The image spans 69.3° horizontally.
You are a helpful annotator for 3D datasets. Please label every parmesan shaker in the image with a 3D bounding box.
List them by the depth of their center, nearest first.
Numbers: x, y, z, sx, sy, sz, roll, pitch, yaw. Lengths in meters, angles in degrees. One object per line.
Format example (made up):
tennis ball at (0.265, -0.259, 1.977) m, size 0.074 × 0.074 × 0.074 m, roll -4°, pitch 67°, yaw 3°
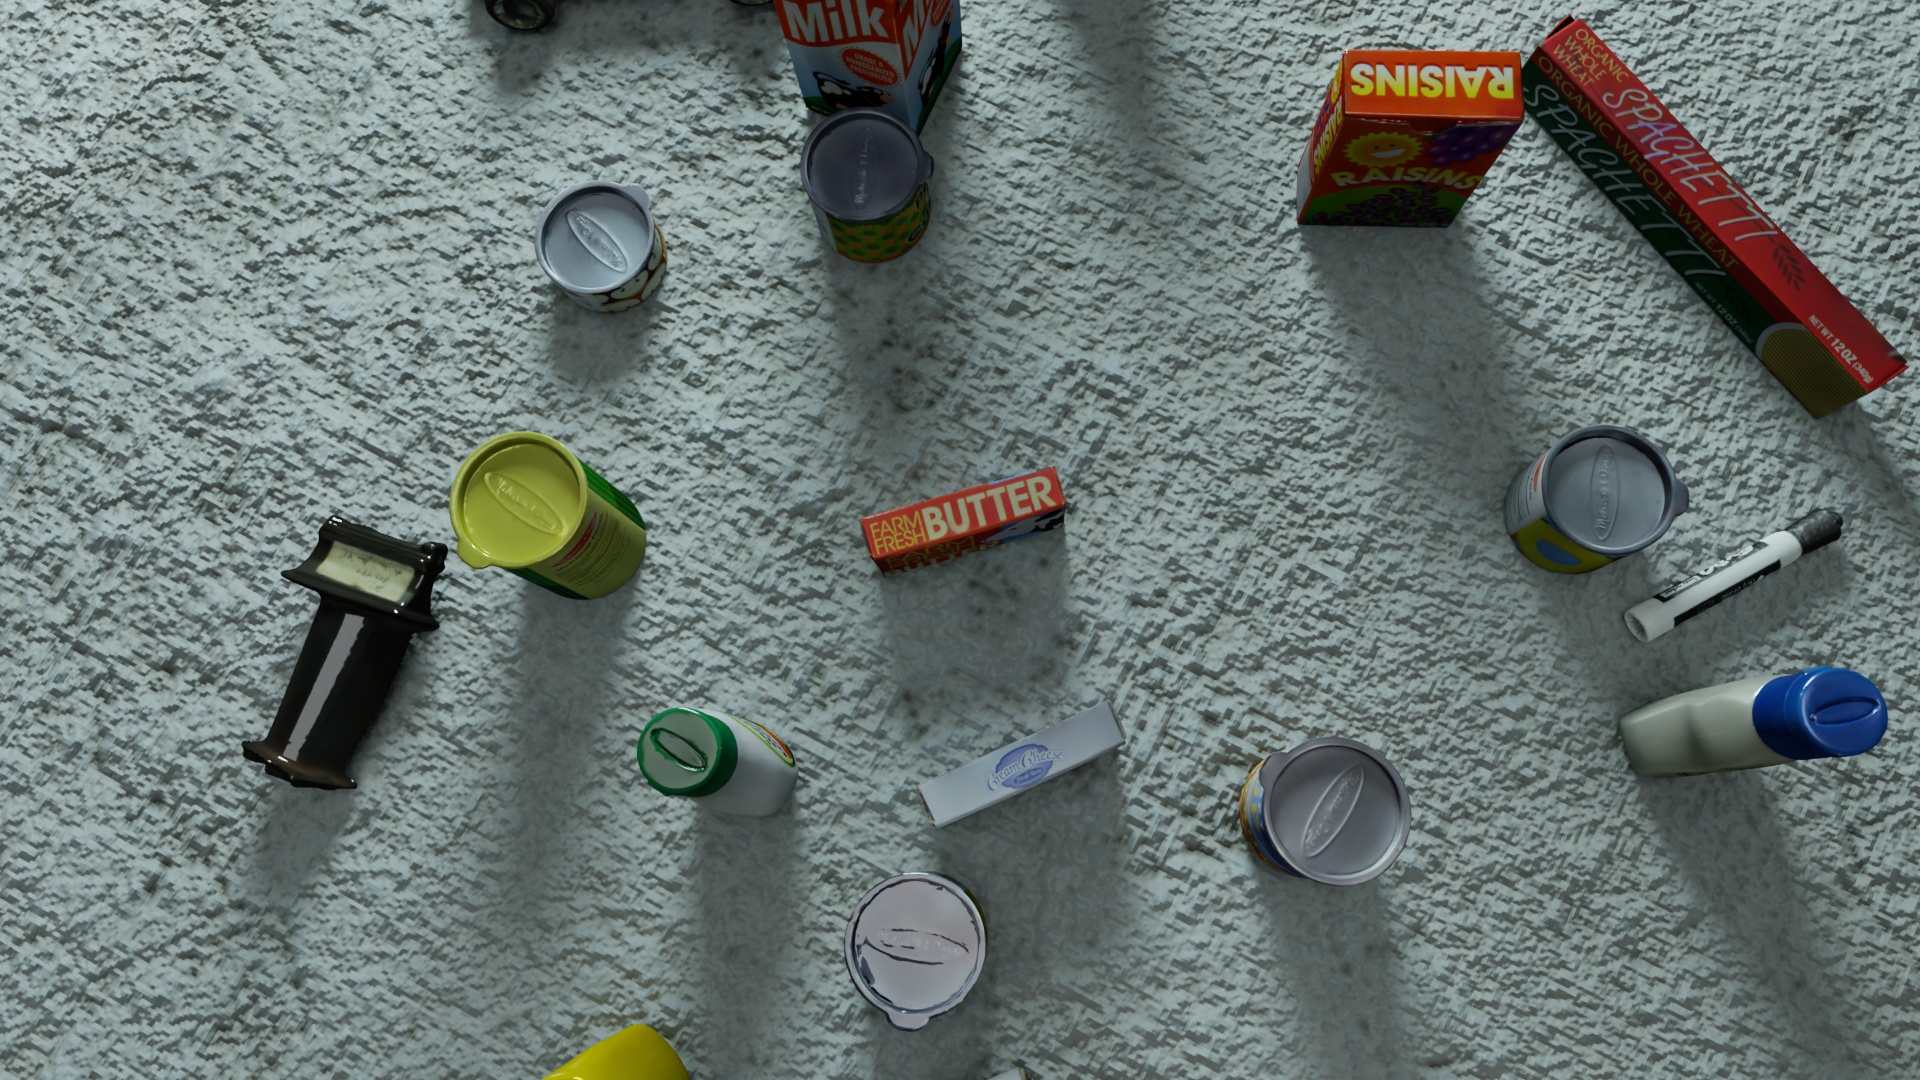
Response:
parmesan shaker at (-0.207, -0.007, 0.701) m, size 0.071 × 0.103 × 0.071 m, roll -1°, pitch 78°, yaw 3°

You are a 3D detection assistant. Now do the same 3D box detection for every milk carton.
milk carton at (-0.048, -0.286, 0.709) m, size 0.072 × 0.190 × 0.073 m, roll 23°, pitch 80°, yaw 7°

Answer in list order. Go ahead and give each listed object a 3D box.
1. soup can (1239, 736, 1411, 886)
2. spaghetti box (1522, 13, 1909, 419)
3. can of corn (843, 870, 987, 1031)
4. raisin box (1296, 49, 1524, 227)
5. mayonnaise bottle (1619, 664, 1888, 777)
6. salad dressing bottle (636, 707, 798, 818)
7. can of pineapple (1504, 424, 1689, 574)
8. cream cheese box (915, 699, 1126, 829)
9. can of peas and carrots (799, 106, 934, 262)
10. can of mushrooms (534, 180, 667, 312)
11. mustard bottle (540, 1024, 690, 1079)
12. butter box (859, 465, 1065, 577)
soup can at (0.169, 0.128, 0.665) m, size 0.071 × 0.083 × 0.071 m, roll -1°, pitch 78°, yaw 3°
spaghetti box at (0.390, -0.172, 0.737) m, size 0.029 × 0.050 × 0.250 m, roll -36°, pitch 79°, yaw -5°
can of corn at (-0.020, 0.196, 0.672) m, size 0.071 × 0.058 × 0.071 m, roll -1°, pitch 78°, yaw 3°
raisin box at (0.226, -0.203, 0.714) m, size 0.086 × 0.123 × 0.040 m, roll 3°, pitch 79°, yaw 3°
mayonnaise bottle at (0.360, 0.084, 0.633) m, size 0.065 × 0.148 × 0.041 m, roll -12°, pitch 78°, yaw 0°
salad dressing bottle at (-0.114, 0.103, 0.651) m, size 0.064 × 0.147 × 0.044 m, roll 33°, pitch 82°, yaw 9°
can of pineapple at (0.319, -0.019, 0.703) m, size 0.071 × 0.057 × 0.071 m, roll -1°, pitch 78°, yaw 3°
cream cheese box at (0.031, 0.112, 0.690) m, size 0.104 × 0.053 × 0.024 m, roll -24°, pitch 78°, yaw -3°
can of peas and carrots at (-0.048, -0.192, 0.757) m, size 0.071 × 0.058 × 0.071 m, roll -1°, pitch 78°, yaw 3°
can of mushrooms at (-0.196, -0.164, 0.770) m, size 0.071 × 0.033 × 0.071 m, roll -1°, pitch 78°, yaw 3°
mustard bottle at (-0.165, 0.256, 0.614) m, size 0.065 × 0.160 × 0.049 m, roll -43°, pitch 80°, yaw -6°
butter box at (0.003, -0.009, 0.718) m, size 0.103 × 0.053 × 0.024 m, roll -16°, pitch 78°, yaw -1°
